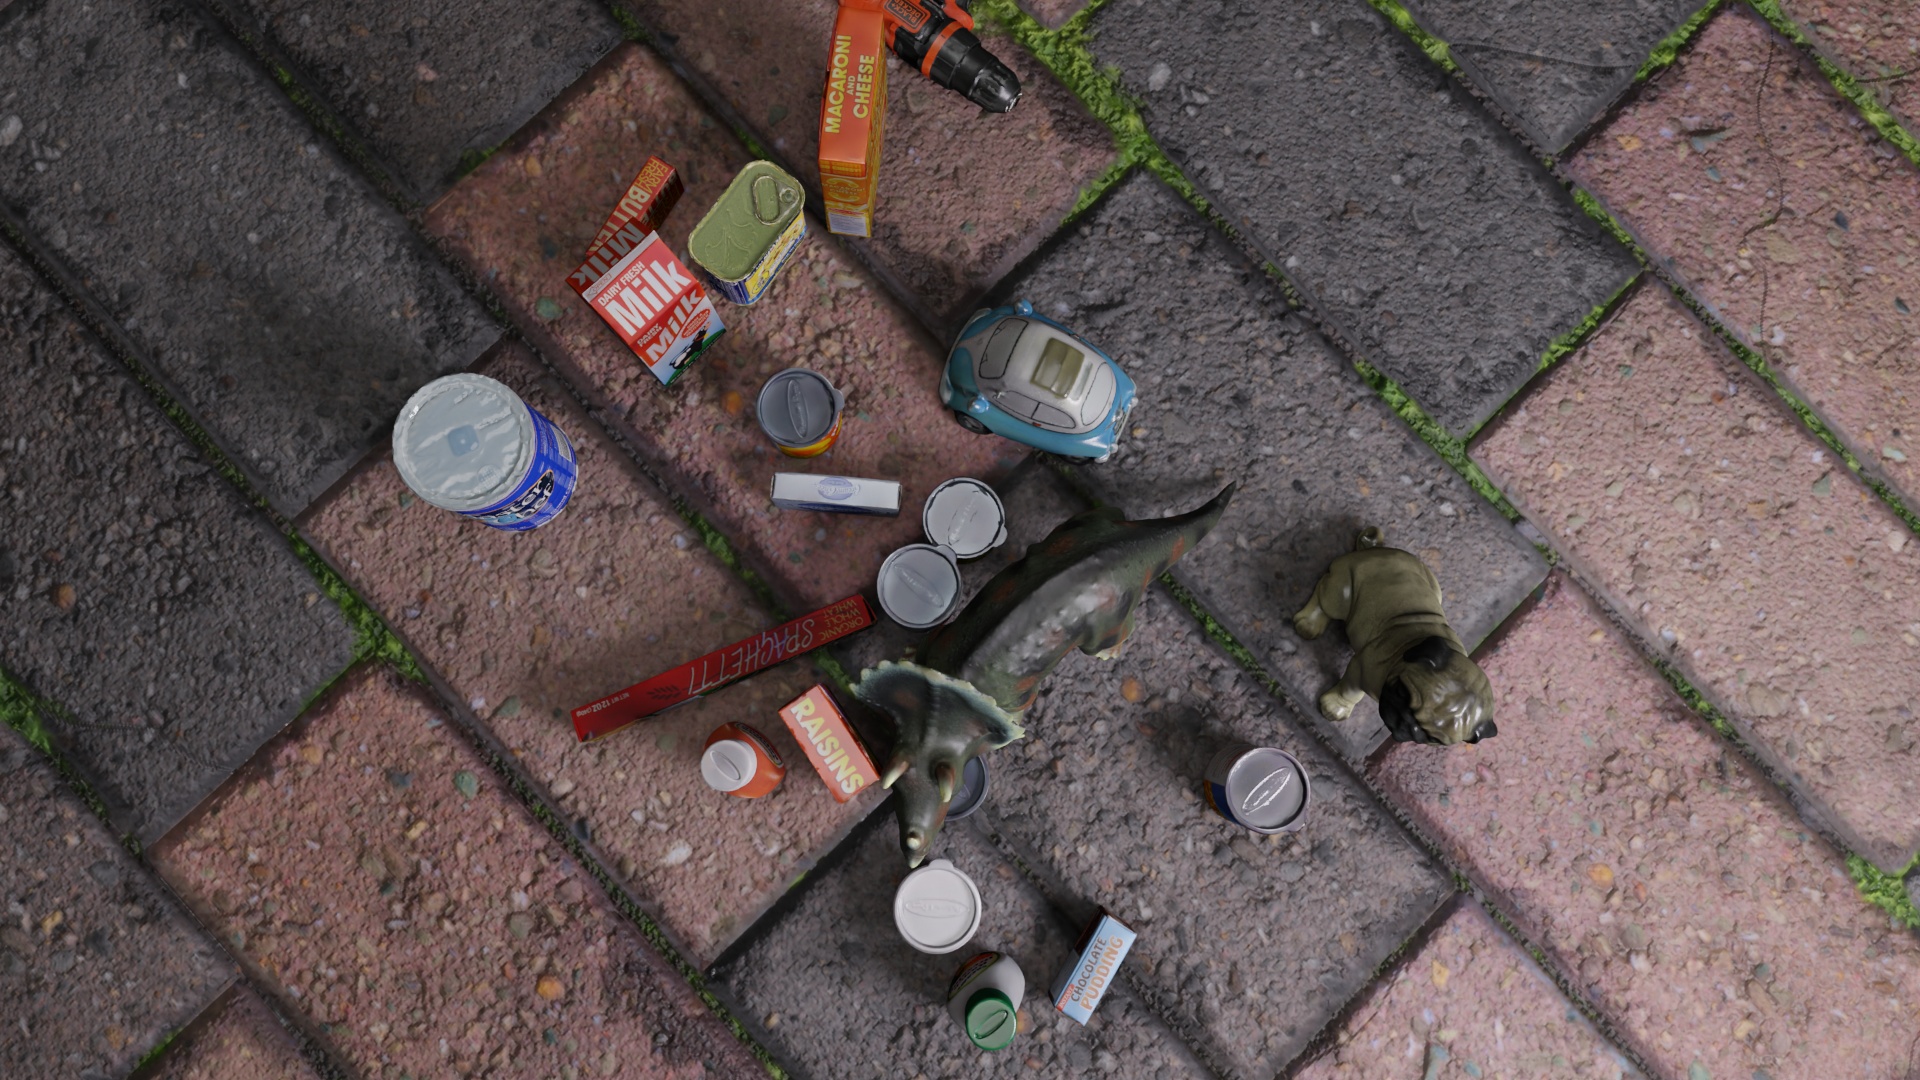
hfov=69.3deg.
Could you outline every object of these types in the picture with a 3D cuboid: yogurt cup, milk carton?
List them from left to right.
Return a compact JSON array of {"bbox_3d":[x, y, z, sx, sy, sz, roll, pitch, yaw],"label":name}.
[{"bbox_3d":[-0.244,-0.186,1.075,0.073,0.190,0.072,45,84,3],"label":"milk carton"},{"bbox_3d":[-0.019,0.286,1.093,0.072,0.054,0.072,0,83,-2],"label":"yogurt cup"}]

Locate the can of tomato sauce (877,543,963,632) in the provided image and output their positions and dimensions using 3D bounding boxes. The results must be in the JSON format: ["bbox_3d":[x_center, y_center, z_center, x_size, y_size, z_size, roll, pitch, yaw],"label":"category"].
[{"bbox_3d":[-0.032,0.038,1.109,0.071,0.083,0.071,0,83,-2],"label":"can of tomato sauce"}]

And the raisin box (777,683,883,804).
[{"bbox_3d":[-0.098,0.155,1.072,0.040,0.123,0.086,-33,86,-5],"label":"raisin box"}]

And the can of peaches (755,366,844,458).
[{"bbox_3d":[-0.129,-0.103,1.136,0.071,0.058,0.071,0,83,-2],"label":"can of peaches"}]

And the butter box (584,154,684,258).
[{"bbox_3d":[-0.270,-0.265,1.153,0.024,0.053,0.103,31,83,2],"label":"butter box"}]

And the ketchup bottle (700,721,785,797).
[{"bbox_3d":[-0.169,0.168,1.055,0.065,0.148,0.043,43,84,3],"label":"ketchup bottle"}]

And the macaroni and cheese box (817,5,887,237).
[{"bbox_3d":[-0.085,-0.329,1.111,0.040,0.166,0.124,7,83,-1],"label":"macaroni and cheese box"}]

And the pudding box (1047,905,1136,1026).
[{"bbox_3d":[0.103,0.334,1.094,0.030,0.049,0.084,31,83,2],"label":"pudding box"}]

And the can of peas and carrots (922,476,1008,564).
[{"bbox_3d":[0.004,-0.014,1.129,0.071,0.058,0.071,0,83,-2],"label":"can of peas and carrots"}]

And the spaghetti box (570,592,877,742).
[{"bbox_3d":[-0.186,0.101,1.112,0.250,0.050,0.028,-22,85,-5],"label":"spaghetti box"}]

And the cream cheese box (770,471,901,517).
[{"bbox_3d":[-0.100,-0.037,1.131,0.104,0.053,0.024,5,83,-1],"label":"cream cheese box"}]

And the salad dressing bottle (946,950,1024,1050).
[{"bbox_3d":[0.020,0.345,1.040,0.064,0.147,0.044,-38,86,-5],"label":"salad dressing bottle"}]

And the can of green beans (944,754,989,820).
[{"bbox_3d":[-0.012,0.187,1.104,0.071,0.057,0.071,0,83,-2],"label":"can of green beans"}]

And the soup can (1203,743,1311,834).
[{"bbox_3d":[0.235,0.197,1.099,0.071,0.083,0.071,0,83,-2],"label":"soup can"}]
